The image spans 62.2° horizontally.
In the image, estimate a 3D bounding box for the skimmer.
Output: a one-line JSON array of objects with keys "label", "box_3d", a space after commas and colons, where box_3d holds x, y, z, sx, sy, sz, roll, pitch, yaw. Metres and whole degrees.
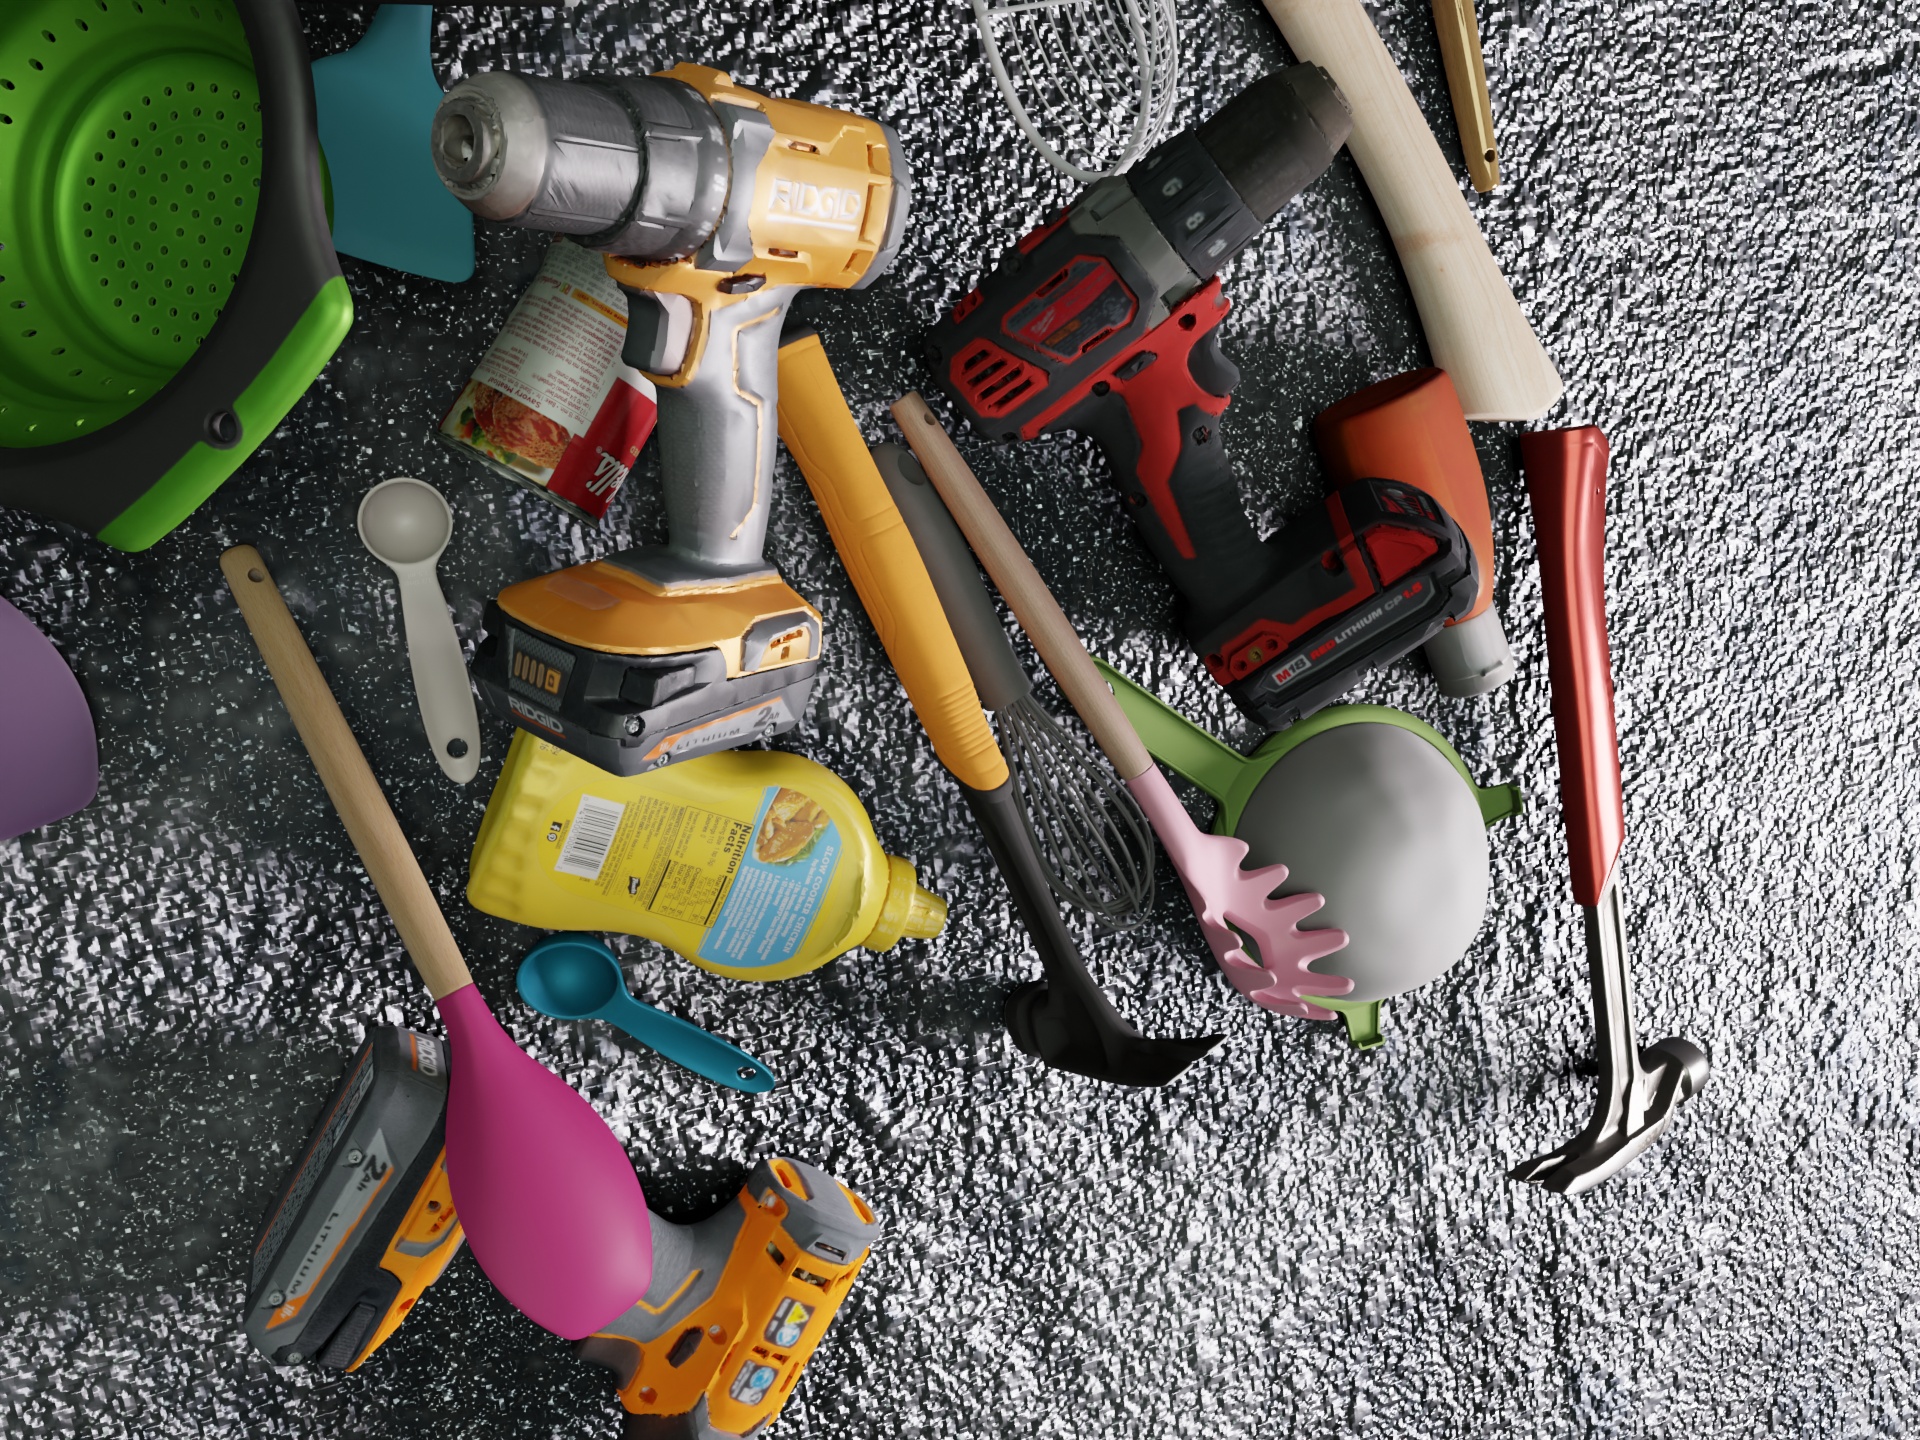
[{"label": "skimmer", "box_3d": [-0.083, -0.263, 0.591, 0.363, 0.090, 0.127, -6, 90, -14]}]

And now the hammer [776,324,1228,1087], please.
[{"label": "hammer", "box_3d": [-0.001, -0.002, 0.649, 0.034, 0.127, 0.336, -30, 101, -27]}]

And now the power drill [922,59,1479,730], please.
[{"label": "power drill", "box_3d": [0.120, -0.128, 0.648, 0.188, 0.080, 0.226, -36, 109, 21]}]

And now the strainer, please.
[{"label": "strainer", "box_3d": [0.154, 0.044, 0.721, 0.256, 0.069, 0.151, 33, 88, -21]}]

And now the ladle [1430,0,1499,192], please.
[{"label": "ladle", "box_3d": [0.196, -0.388, 0.689, 0.069, 0.031, 0.315, -21, 106, -13]}]

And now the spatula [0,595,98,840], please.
[{"label": "spatula", "box_3d": [-0.379, -0.097, 0.524, 0.060, 0.018, 0.315, -25, 119, -15]}]

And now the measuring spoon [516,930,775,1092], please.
[{"label": "measuring spoon", "box_3d": [-0.129, 0.123, 0.673, 0.128, 0.021, 0.042, 36, 112, -28]}]

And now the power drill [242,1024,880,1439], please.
[{"label": "power drill", "box_3d": [-0.164, 0.234, 0.646, 0.226, 0.084, 0.164, 29, 90, -24]}]

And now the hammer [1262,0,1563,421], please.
[{"label": "hammer", "box_3d": [0.160, -0.310, 0.684, 0.146, 0.038, 0.410, -40, 109, -10]}]

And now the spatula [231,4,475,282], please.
[{"label": "spatula", "box_3d": [-0.179, -0.319, 0.569, 0.082, 0.044, 0.317, 14, 93, -24]}]

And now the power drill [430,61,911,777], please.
[{"label": "power drill", "box_3d": [-0.104, -0.100, 0.531, 0.185, 0.084, 0.226, -18, 126, -56]}]

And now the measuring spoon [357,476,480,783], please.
[{"label": "measuring spoon", "box_3d": [-0.208, -0.035, 0.624, 0.034, 0.018, 0.124, -12, 109, -16]}]

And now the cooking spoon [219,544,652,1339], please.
[{"label": "cooking spoon", "box_3d": [-0.199, 0.078, 0.589, 0.069, 0.017, 0.319, -25, 86, -44]}]

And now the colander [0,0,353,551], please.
[{"label": "colander", "box_3d": [-0.322, -0.230, 0.503, 0.204, 0.094, 0.397, -42, 86, 12]}]

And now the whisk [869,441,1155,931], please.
[{"label": "whisk", "box_3d": [0.022, -0.013, 0.684, 0.055, 0.055, 0.239, -31, 102, -11]}]

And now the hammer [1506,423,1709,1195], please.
[{"label": "hammer", "box_3d": [0.300, 0.040, 0.769, 0.149, 0.037, 0.359, -16, 102, -38]}]

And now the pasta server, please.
[{"label": "pasta server", "box_3d": [0.066, -0.003, 0.668, 0.316, 0.040, 0.060, 57, 43, -9]}]
